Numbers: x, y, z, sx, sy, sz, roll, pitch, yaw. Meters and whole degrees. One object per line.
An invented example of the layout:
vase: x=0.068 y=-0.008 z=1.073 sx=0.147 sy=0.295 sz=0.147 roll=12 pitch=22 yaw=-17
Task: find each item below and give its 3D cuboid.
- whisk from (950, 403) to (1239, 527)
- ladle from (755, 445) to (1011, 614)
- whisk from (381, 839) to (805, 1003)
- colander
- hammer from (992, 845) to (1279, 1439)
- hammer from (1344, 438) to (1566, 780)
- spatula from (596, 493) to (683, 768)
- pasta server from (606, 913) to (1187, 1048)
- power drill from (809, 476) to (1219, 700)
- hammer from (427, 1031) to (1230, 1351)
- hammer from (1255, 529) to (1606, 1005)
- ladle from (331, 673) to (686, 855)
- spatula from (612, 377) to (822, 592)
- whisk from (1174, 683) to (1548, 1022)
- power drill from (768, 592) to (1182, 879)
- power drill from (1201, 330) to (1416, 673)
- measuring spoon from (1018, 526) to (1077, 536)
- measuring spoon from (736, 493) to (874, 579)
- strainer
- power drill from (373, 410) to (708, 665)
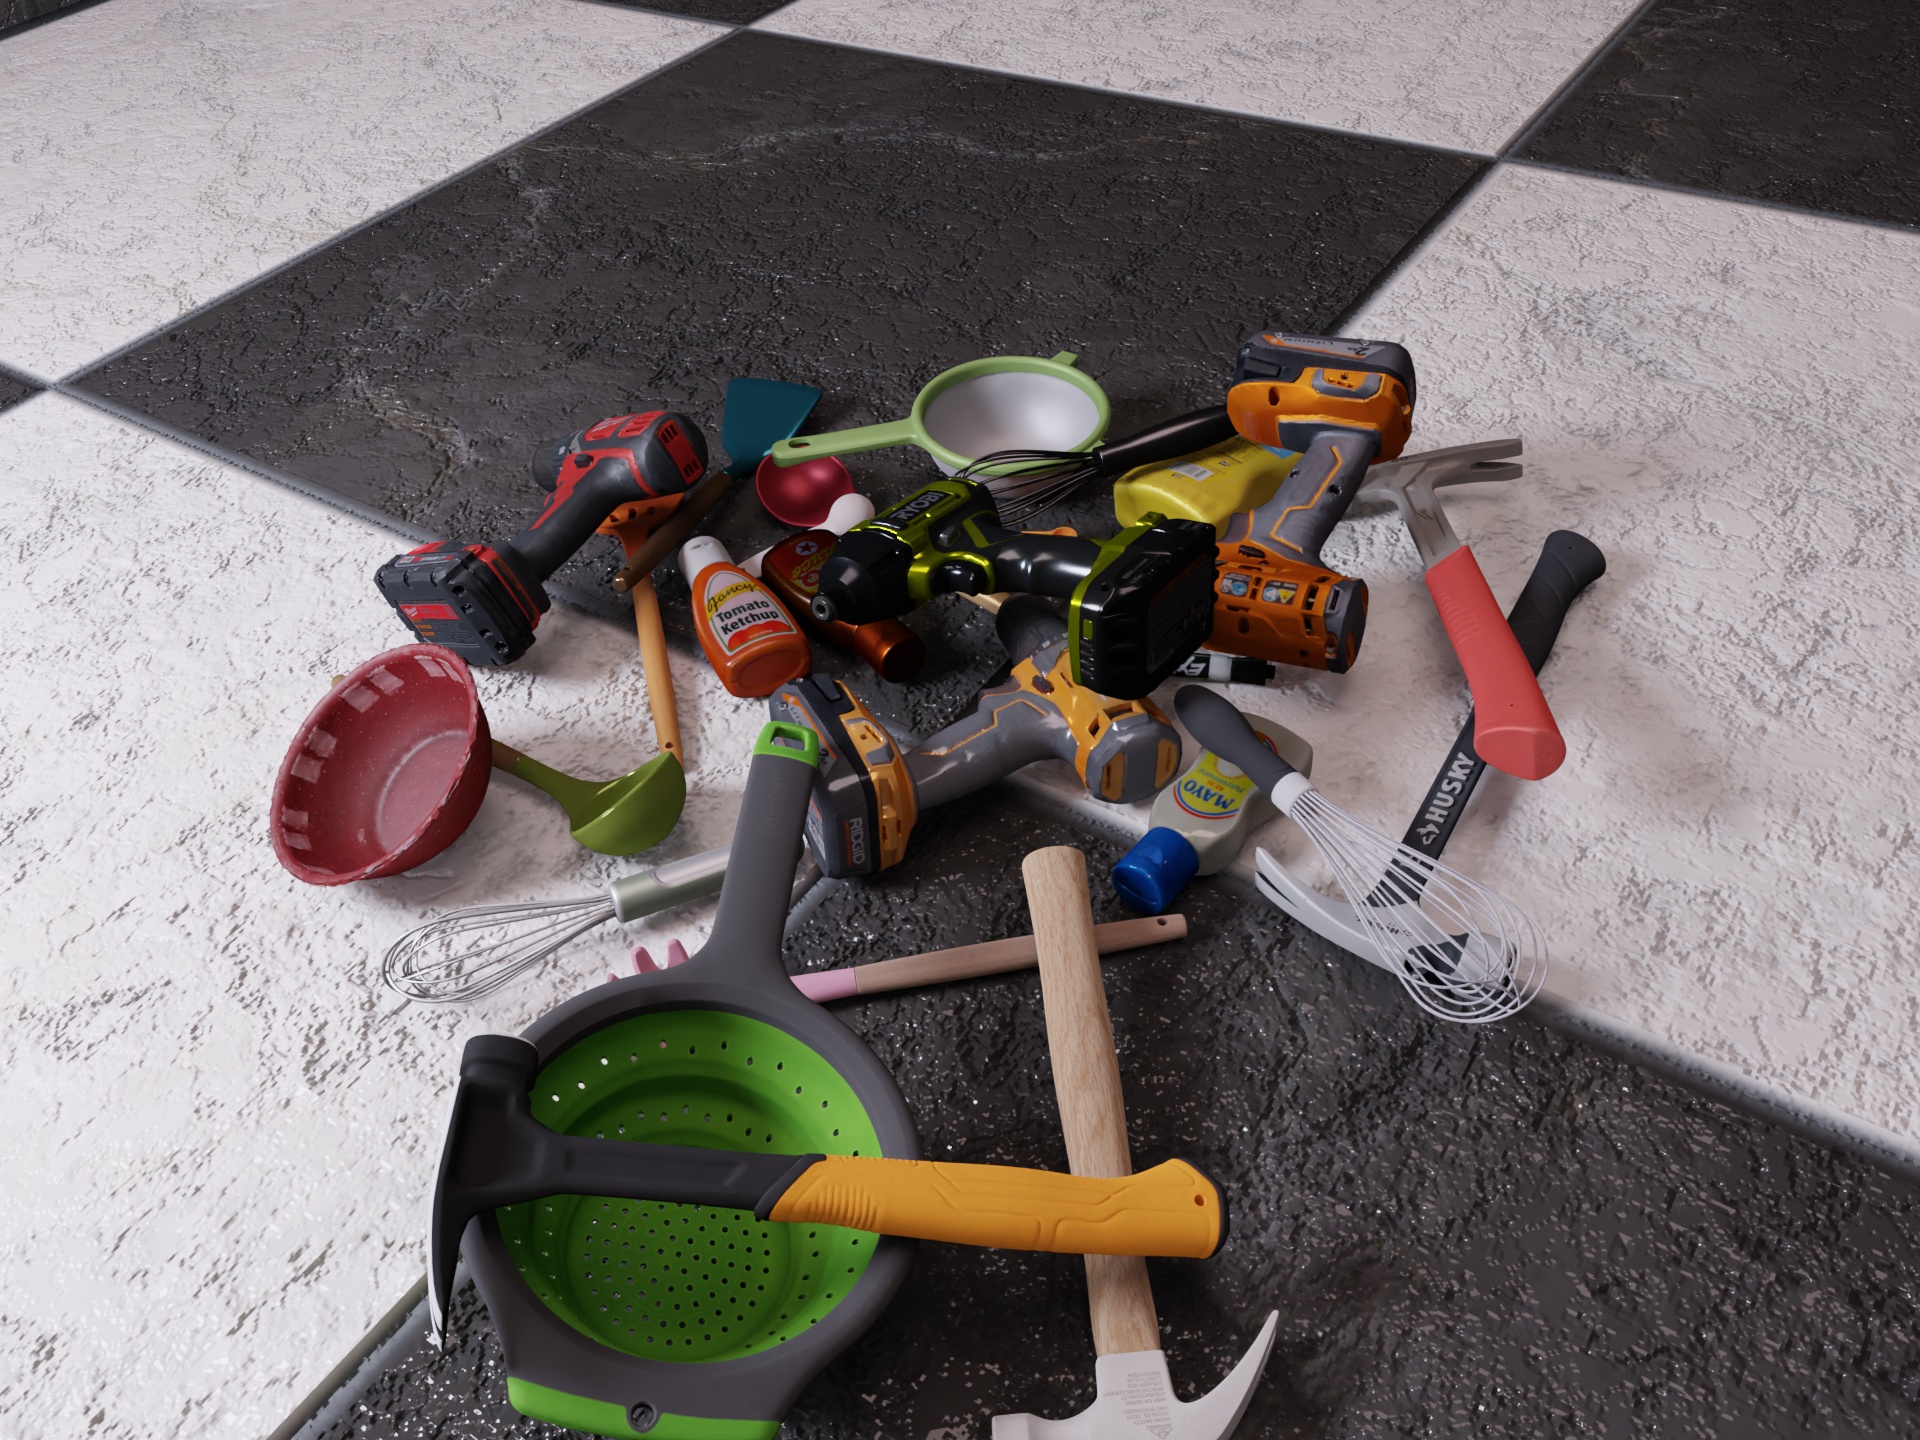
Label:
whisk: x=0.099 y=-0.186 z=1.123 sx=0.239 sy=0.055 sz=0.055 roll=-19 pitch=44 yaw=-10
ladle: x=-0.035 y=-0.123 z=1.158 sx=0.316 sy=0.031 sz=0.069 roll=33 pitch=72 yaw=32
whisk: x=-0.205 y=0.106 z=0.908 sx=0.246 sy=0.059 sz=0.058 roll=-18 pitch=43 yaw=-19
colander: x=-0.117 y=0.165 z=0.778 sx=0.204 sy=0.094 sz=0.397 roll=12 pitch=44 yaw=-6
hammer: x=0.068 y=0.196 z=0.773 sx=0.130 sy=0.031 sz=0.332 roll=-5 pitch=47 yaw=-1
hammer: x=0.331 y=-0.083 z=1.023 sx=0.149 sy=0.036 sz=0.359 roll=-10 pitch=34 yaw=8
spatula: x=-0.221 y=-0.075 z=1.131 sx=0.081 sy=0.041 sz=0.323 roll=-13 pitch=47 yaw=-7
pasta server: x=-0.031 y=0.133 z=0.866 sx=0.316 sy=0.040 sz=0.060 roll=-9 pitch=48 yaw=-5
power drill: x=0.031 y=-0.085 z=0.983 sx=0.223 sy=0.080 sz=0.171 roll=15 pitch=34 yaw=29
hammer: x=-0.047 y=0.205 z=0.668 sx=0.336 sy=0.034 sz=0.127 roll=7 pitch=44 yaw=-11
hammer: x=0.318 y=0.001 z=0.977 sx=0.149 sy=0.036 sz=0.409 roll=18 pitch=47 yaw=26
ladle: x=-0.302 y=0.012 z=1.019 sx=0.320 sy=0.062 sz=0.078 roll=20 pitch=48 yaw=29
spatula: x=-0.192 y=-0.182 z=1.207 sx=0.082 sy=0.044 sz=0.318 roll=10 pitch=34 yaw=11
whisk: x=0.202 y=0.059 z=0.858 sx=0.070 sy=0.070 sz=0.285 roll=-23 pitch=43 yaw=-18
power drill: x=-0.002 y=-0.003 z=0.986 sx=0.226 sy=0.084 sz=0.186 roll=-15 pitch=41 yaw=-16
power drill: x=0.204 y=-0.145 z=1.054 sx=0.164 sy=0.084 sz=0.227 roll=11 pitch=67 yaw=23
measuring spoon: x=0.028 y=-0.128 z=1.172 sx=0.117 sy=0.011 sz=0.021 roll=-5 pitch=47 yaw=6
measuring spoon: x=-0.120 y=-0.132 z=1.163 sx=0.124 sy=0.018 sz=0.034 roll=-29 pitch=56 yaw=-3
strainer: x=-0.013 y=-0.202 z=1.210 sx=0.256 sy=0.069 sz=0.152 roll=-10 pitch=45 yaw=-5
power drill: x=-0.305 y=-0.141 z=1.141 sx=0.188 sy=0.080 sz=0.227 roll=4 pitch=44 yaw=45
